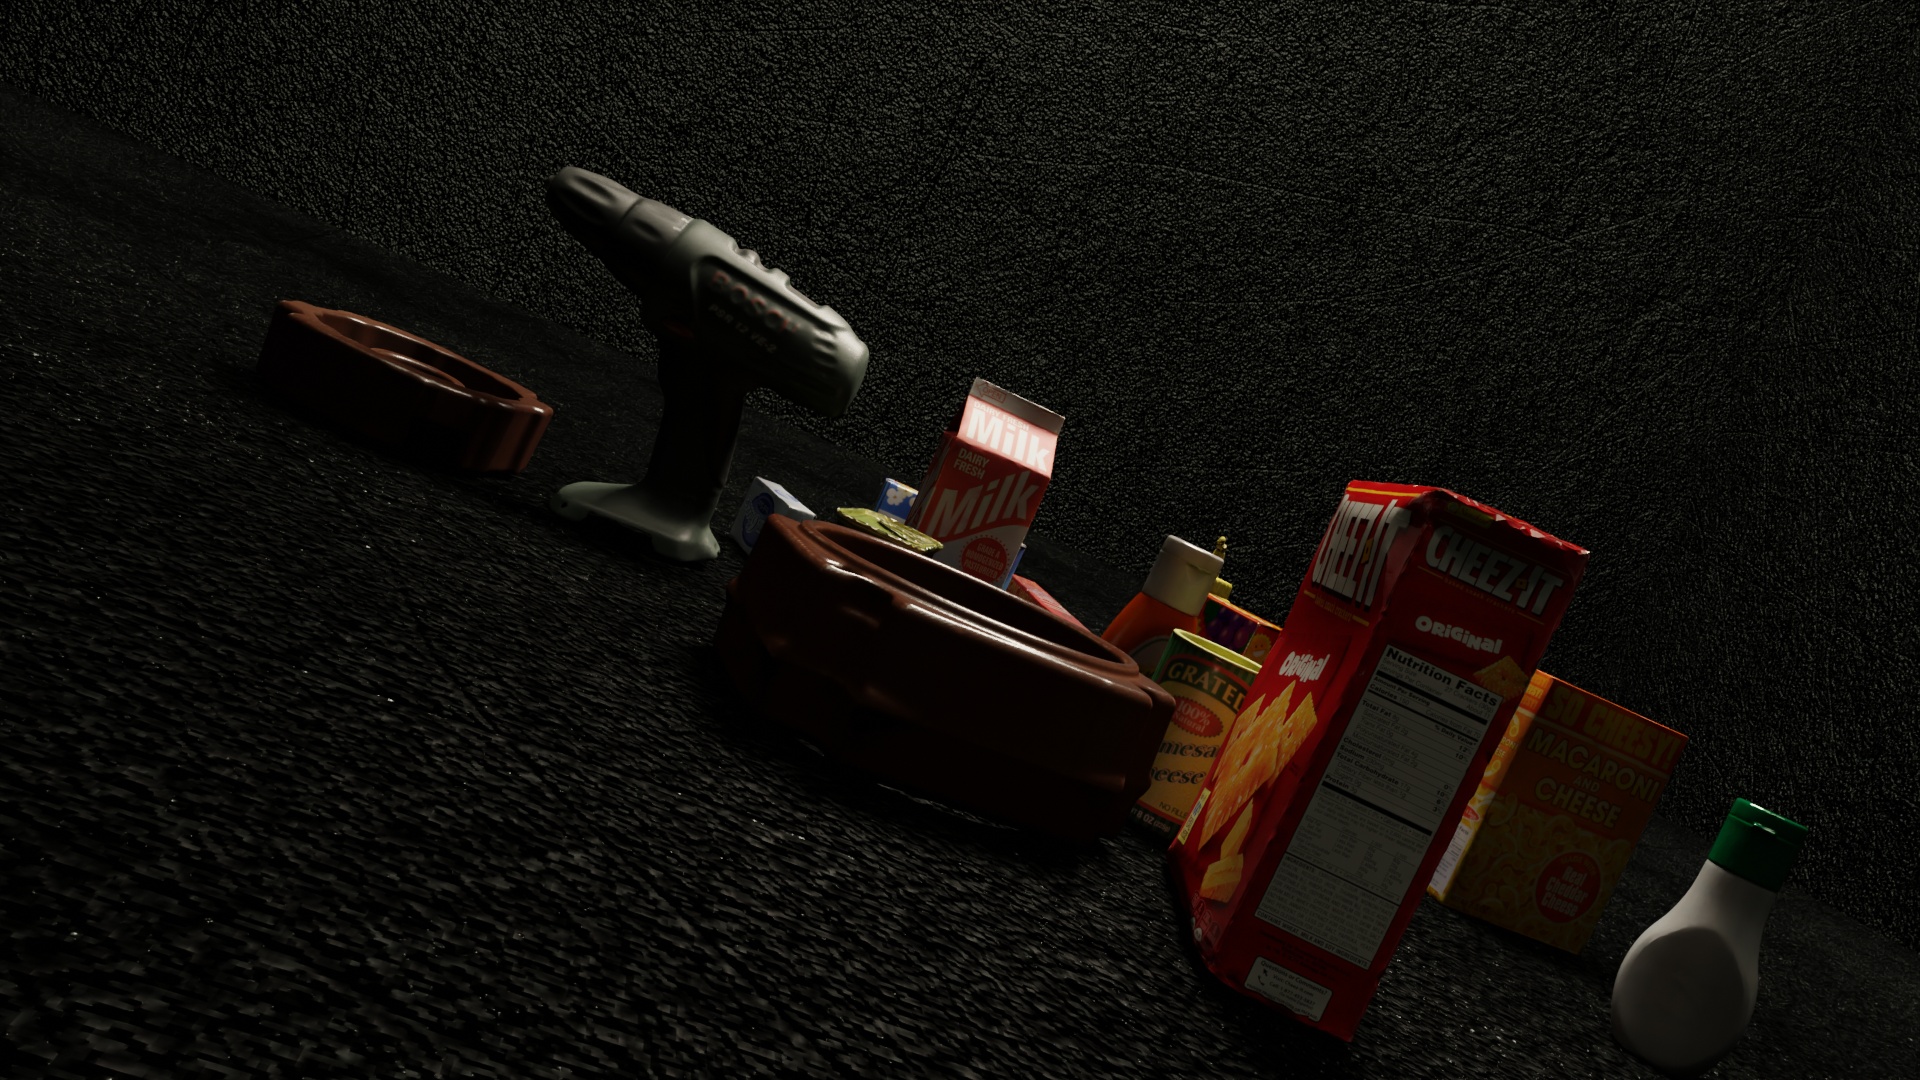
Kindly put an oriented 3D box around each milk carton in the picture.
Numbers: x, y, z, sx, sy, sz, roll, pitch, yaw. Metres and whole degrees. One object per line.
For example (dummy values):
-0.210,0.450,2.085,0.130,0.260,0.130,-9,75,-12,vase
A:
0.003,-0.012,0.963,0.072,0.190,0.073,24,4,-10,milk carton

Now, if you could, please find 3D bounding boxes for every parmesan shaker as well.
0.129,0.110,0.766,0.071,0.103,0.071,24,4,-2,parmesan shaker

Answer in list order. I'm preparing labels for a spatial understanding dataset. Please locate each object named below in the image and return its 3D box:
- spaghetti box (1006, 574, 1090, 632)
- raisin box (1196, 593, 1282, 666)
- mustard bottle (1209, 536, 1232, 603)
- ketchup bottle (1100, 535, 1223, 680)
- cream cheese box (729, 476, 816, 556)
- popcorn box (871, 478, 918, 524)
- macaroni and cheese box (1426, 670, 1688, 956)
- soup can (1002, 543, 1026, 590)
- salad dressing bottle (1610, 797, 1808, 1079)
0.067,0.075,1.173,0.029,0.050,0.250,24,5,-12,spaghetti box
0.151,0.098,0.889,0.040,0.123,0.086,22,5,-33,raisin box
0.170,0.072,1.056,0.065,0.160,0.049,25,4,3,mustard bottle
0.108,0.071,0.821,0.065,0.148,0.043,23,4,-15,ketchup bottle
-0.143,-0.010,1.049,0.024,0.053,0.104,22,5,-27,cream cheese box
-0.026,0.008,1.243,0.127,0.085,0.038,24,4,-10,popcorn box
0.397,0.181,0.937,0.124,0.166,0.040,23,4,-17,macaroni and cheese box
0.011,0.029,1.199,0.071,0.083,0.071,24,4,-2,soup can
0.402,0.212,0.743,0.064,0.147,0.044,27,5,32,salad dressing bottle
